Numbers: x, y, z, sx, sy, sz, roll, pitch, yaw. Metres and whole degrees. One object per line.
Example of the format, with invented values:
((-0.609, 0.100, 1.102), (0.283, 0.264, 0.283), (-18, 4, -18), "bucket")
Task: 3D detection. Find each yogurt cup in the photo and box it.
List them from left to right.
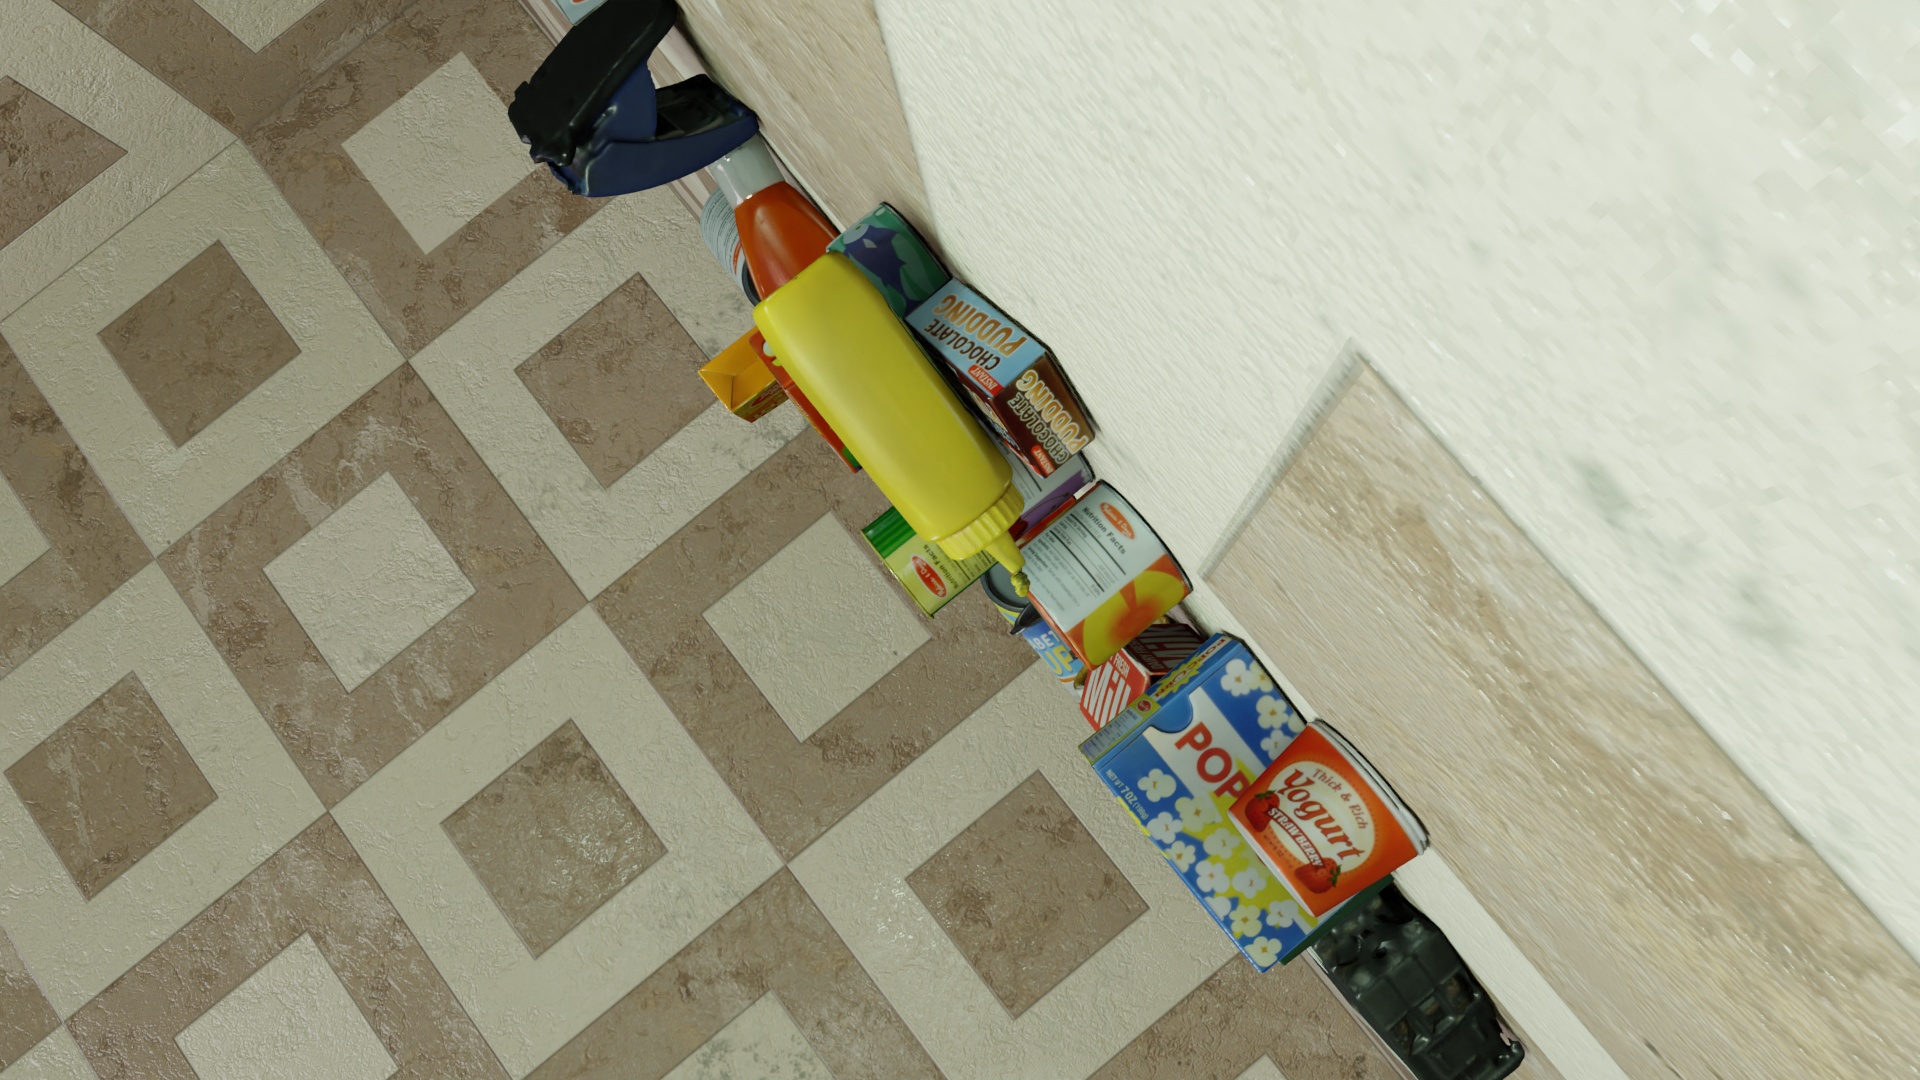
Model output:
((0.147, 0.116, 0.567), (0.072, 0.054, 0.072), (51, 179, 2), "yogurt cup")

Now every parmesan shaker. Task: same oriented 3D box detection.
((0.003, -0.010, 0.817), (0.071, 0.103, 0.071), (51, 178, 3), "parmesan shaker")

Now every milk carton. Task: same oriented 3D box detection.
((0.126, 0.112, 0.689), (0.190, 0.073, 0.072), (51, 180, -19), "milk carton")

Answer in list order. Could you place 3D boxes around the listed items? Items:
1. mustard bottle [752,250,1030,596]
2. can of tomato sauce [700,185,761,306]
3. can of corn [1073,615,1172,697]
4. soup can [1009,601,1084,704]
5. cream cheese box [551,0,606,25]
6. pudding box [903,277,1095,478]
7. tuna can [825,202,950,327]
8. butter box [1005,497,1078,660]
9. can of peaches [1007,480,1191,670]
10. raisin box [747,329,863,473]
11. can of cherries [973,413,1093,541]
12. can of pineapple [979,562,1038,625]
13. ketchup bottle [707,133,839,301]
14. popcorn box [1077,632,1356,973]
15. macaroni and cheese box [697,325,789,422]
((-0.018, -0.042, 0.560), (0.160, 0.049, 0.065), (52, 178, -14), "mustard bottle")
((-0.124, -0.194, 0.908), (0.083, 0.071, 0.071), (50, 178, 45), "can of tomato sauce")
((0.106, 0.082, 0.768), (0.058, 0.071, 0.071), (52, 178, -7), "can of corn")
((0.083, 0.067, 0.882), (0.083, 0.071, 0.071), (51, 178, -8), "soup can")
((-0.196, -0.300, 0.694), (0.104, 0.053, 0.024), (50, 175, 37), "cream cheese box")
((0.015, -0.066, 0.553), (0.049, 0.030, 0.084), (52, 178, -40), "pudding box")
((-0.026, -0.111, 0.613), (0.071, 0.033, 0.071), (51, 178, 2), "tuna can")
((0.060, 0.018, 0.785), (0.103, 0.053, 0.024), (53, 180, -37), "butter box")
((0.062, 0.017, 0.629), (0.071, 0.058, 0.071), (51, 177, 3), "can of peaches")
((-0.049, -0.092, 0.722), (0.040, 0.086, 0.123), (52, 179, 21), "raisin box")
((0.018, -0.035, 0.644), (0.071, 0.058, 0.071), (51, 178, 3), "can of cherries")
((0.052, 0.026, 0.951), (0.071, 0.071, 0.057), (50, 178, 22), "can of pineapple")
((-0.101, -0.174, 0.834), (0.148, 0.065, 0.043), (60, -177, -6), "ketchup bottle")
((0.125, 0.116, 0.619), (0.126, 0.085, 0.038), (51, 179, -9), "popcorn box")
((-0.123, -0.139, 1.015), (0.040, 0.124, 0.166), (52, 178, -4), "macaroni and cheese box")
